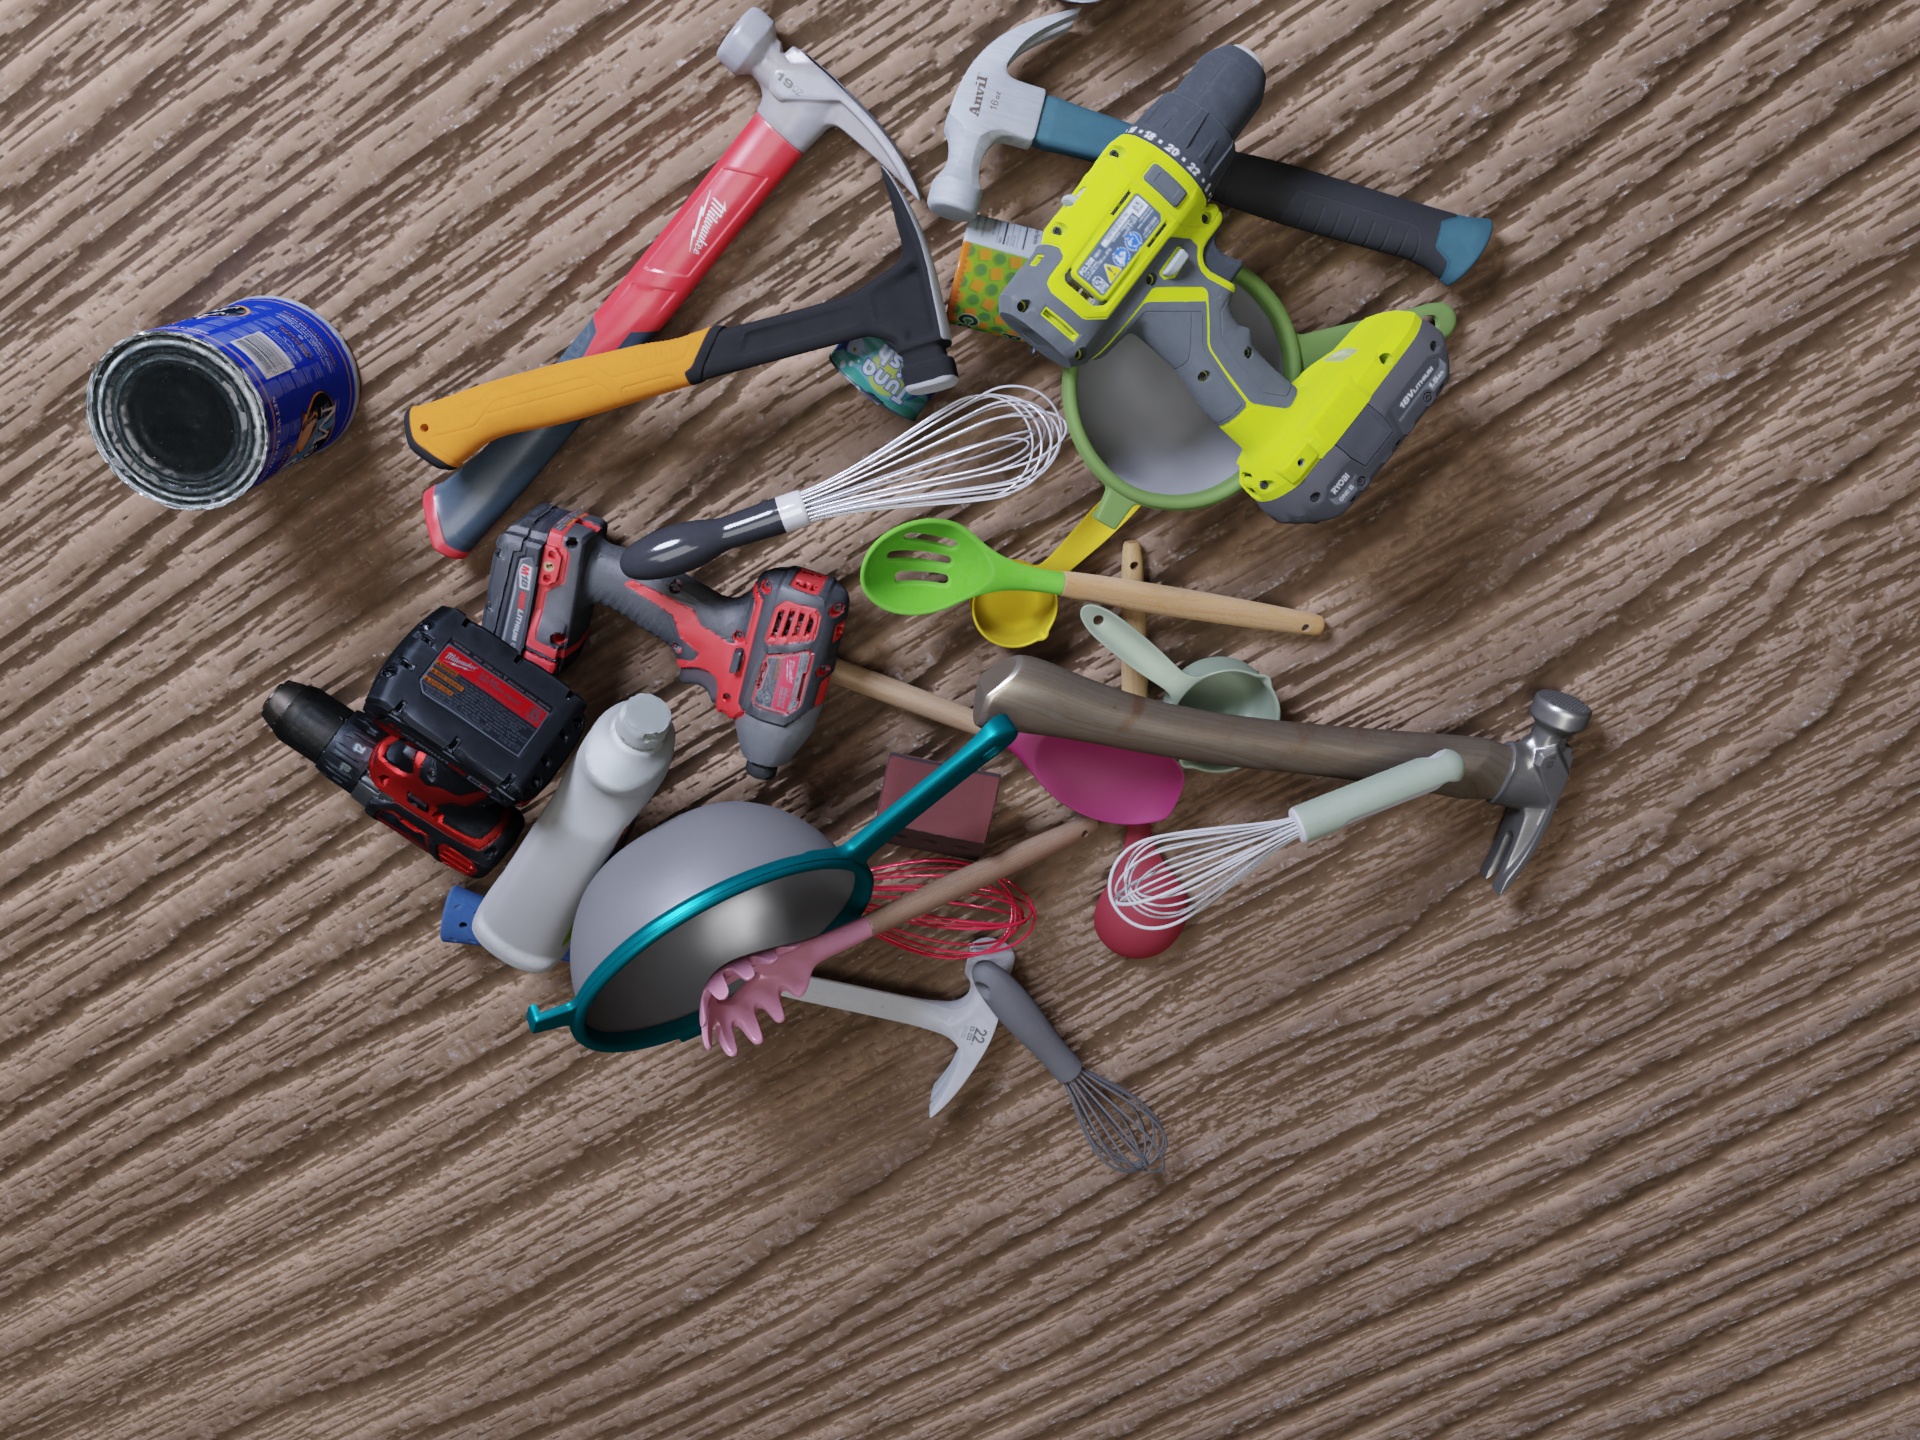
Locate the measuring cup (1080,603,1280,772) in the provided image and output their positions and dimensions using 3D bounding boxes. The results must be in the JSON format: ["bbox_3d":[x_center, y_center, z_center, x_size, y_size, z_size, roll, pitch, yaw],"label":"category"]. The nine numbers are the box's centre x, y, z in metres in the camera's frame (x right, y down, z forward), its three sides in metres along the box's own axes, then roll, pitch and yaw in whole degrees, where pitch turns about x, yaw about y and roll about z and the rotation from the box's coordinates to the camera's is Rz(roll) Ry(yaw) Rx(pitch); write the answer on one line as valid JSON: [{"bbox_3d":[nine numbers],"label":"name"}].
[{"bbox_3d":[0.138,-0.031,1.049,0.167,0.038,0.083,36,104,-21],"label":"measuring cup"}]

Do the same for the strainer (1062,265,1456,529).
[{"bbox_3d":[0.175,-0.220,0.977,0.256,0.069,0.151,-16,108,-11],"label":"strainer"}]

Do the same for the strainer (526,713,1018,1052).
[{"bbox_3d":[-0.119,0.078,1.012,0.340,0.210,0.095,-38,67,9],"label":"strainer"}]

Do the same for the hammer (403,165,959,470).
[{"bbox_3d":[-0.175,-0.219,0.942,0.337,0.034,0.127,-13,91,10],"label":"hammer"}]

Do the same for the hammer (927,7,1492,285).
[{"bbox_3d":[0.154,-0.317,0.930,0.331,0.033,0.128,13,91,-9],"label":"hammer"}]

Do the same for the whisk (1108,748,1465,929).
[{"bbox_3d":[0.211,0.072,1.026,0.246,0.058,0.059,-21,88,-2],"label":"whisk"}]

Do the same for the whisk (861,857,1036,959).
[{"bbox_3d":[-0.094,0.123,1.122,0.296,0.073,0.073,7,113,4],"label":"whisk"}]

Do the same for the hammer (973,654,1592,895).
[{"bbox_3d":[0.207,0.025,1.045,0.410,0.038,0.146,8,115,-13],"label":"hammer"}]

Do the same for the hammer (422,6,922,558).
[{"bbox_3d":[-0.195,-0.236,0.985,0.143,0.038,0.386,40,108,-15],"label":"hammer"}]

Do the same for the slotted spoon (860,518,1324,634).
[{"bbox_3d":[0.089,-0.083,1.023,0.313,0.031,0.070,8,124,-13],"label":"slotted spoon"}]

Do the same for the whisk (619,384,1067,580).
[{"bbox_3d":[-0.071,-0.138,0.967,0.284,0.070,0.070,-18,111,0],"label":"whisk"}]

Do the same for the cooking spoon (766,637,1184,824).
[{"bbox_3d":[-0.002,-0.003,1.073,0.319,0.017,0.068,20,111,-2],"label":"cooking spoon"}]

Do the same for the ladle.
[{"bbox_3d":[0.122,0.030,1.094,0.069,0.031,0.315,-6,111,-5],"label":"ladle"}]

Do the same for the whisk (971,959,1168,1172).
[{"bbox_3d":[0.080,0.255,1.160,0.055,0.055,0.238,-32,116,14],"label":"whisk"}]

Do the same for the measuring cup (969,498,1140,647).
[{"bbox_3d":[0.069,-0.112,1.042,0.156,0.029,0.062,-44,108,5],"label":"measuring cup"}]

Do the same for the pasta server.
[{"bbox_3d":[-0.034,0.129,1.046,0.316,0.040,0.060,-22,132,-25],"label":"pasta server"}]

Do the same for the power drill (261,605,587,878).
[{"bbox_3d":[-0.351,0.011,1.023,0.187,0.080,0.226,37,147,-13],"label":"power drill"}]

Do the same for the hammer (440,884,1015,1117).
[{"bbox_3d":[-0.173,0.188,1.160,0.405,0.035,0.144,12,112,-4],"label":"hammer"}]

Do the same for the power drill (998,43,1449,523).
[{"bbox_3d":[0.160,-0.238,0.892,0.228,0.080,0.190,37,93,-17],"label":"power drill"}]

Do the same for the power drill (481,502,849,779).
[{"bbox_3d":[-0.191,-0.049,1.032,0.219,0.079,0.143,16,112,-1],"label":"power drill"}]
